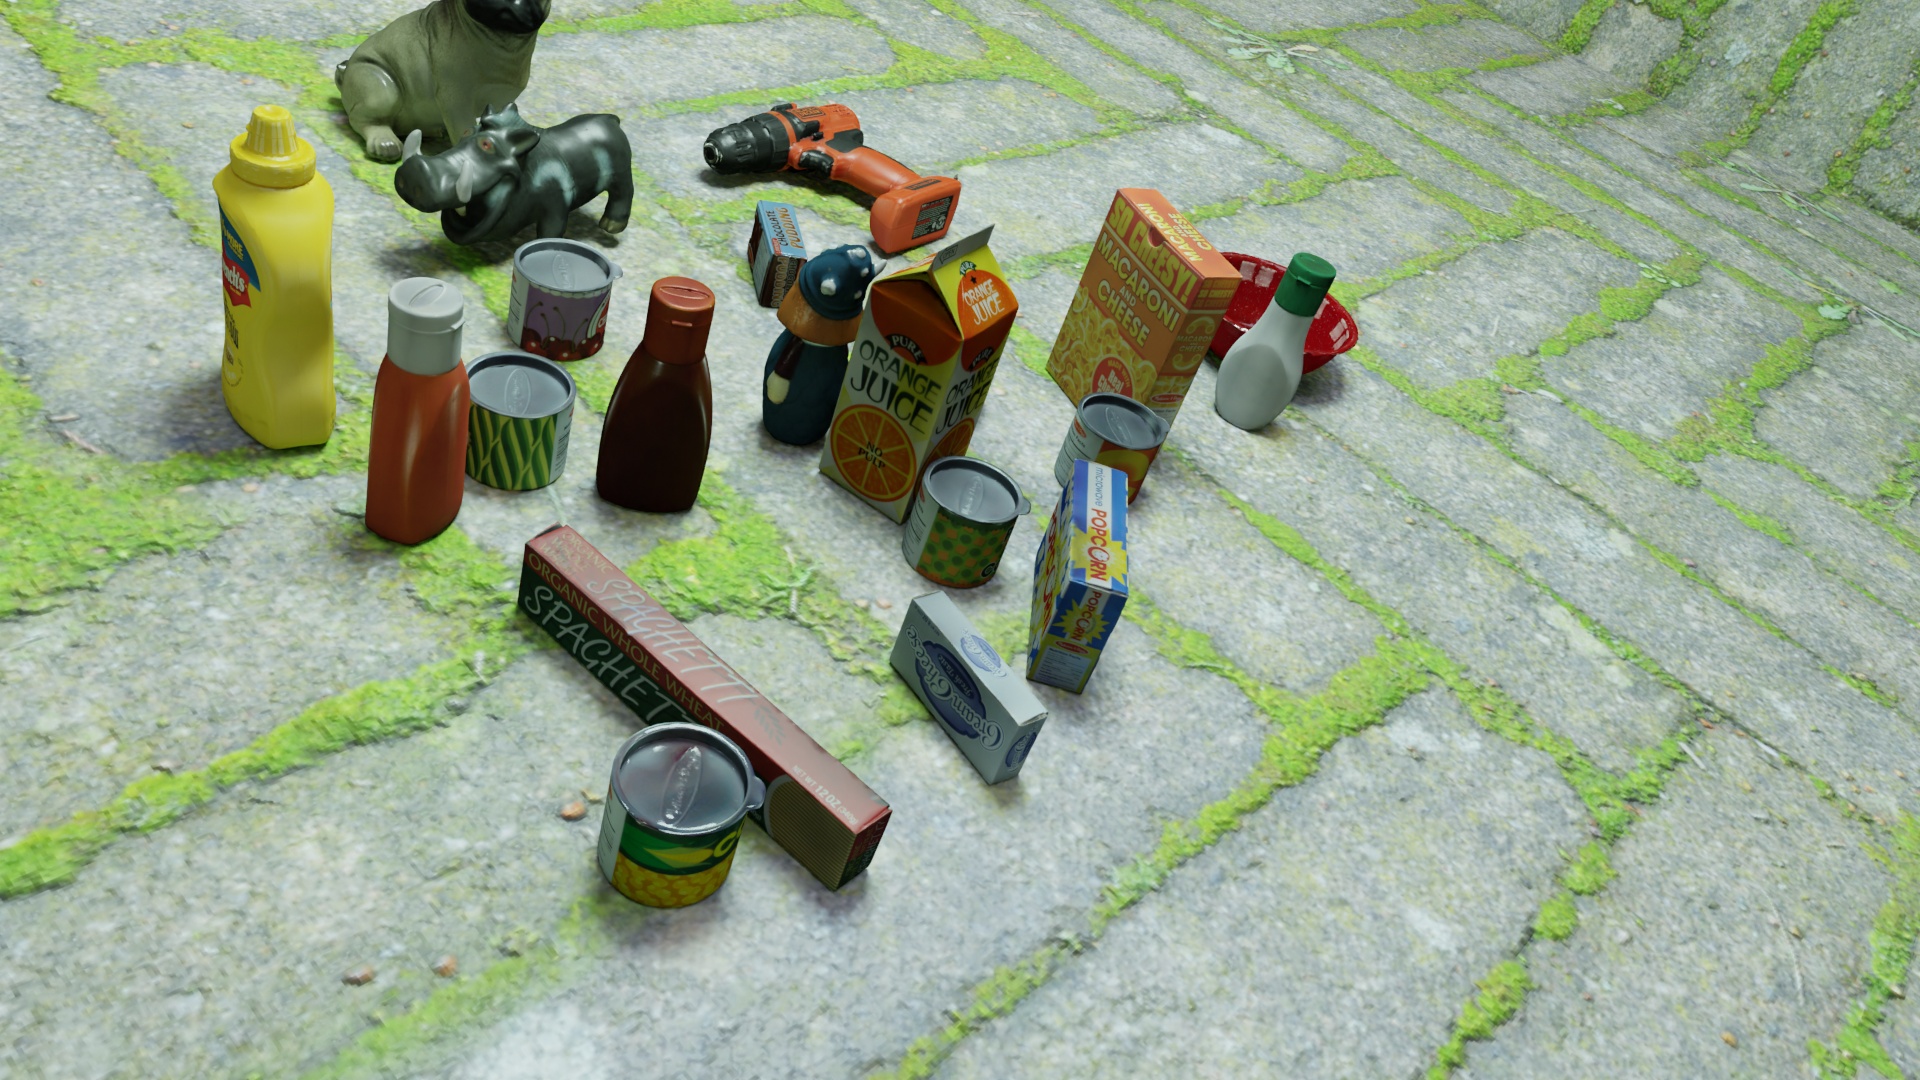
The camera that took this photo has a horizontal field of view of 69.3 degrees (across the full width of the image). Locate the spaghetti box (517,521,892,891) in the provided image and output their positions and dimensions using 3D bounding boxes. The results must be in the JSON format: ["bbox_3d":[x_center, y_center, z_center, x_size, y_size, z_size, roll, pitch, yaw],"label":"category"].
[{"bbox_3d":[-0.140,0.081,0.720,0.250,0.049,0.029,37,40,20],"label":"spaghetti box"}]

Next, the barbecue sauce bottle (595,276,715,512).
[{"bbox_3d":[-0.176,-0.085,0.825,0.065,0.147,0.044,7,39,-17],"label":"barbecue sauce bottle"}]

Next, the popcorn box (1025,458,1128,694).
[{"bbox_3d":[0.074,0.020,0.865,0.038,0.084,0.127,16,38,-6],"label":"popcorn box"}]

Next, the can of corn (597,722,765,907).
[{"bbox_3d":[-0.133,0.131,0.657,0.071,0.058,0.071,13,38,-10],"label":"can of corn"}]

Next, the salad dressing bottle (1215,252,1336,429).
[{"bbox_3d":[0.254,-0.159,1.116,0.064,0.146,0.044,31,39,13],"label":"salad dressing bottle"}]

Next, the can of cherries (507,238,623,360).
[{"bbox_3d":[-0.271,-0.164,0.952,0.071,0.058,0.072,13,38,-10],"label":"can of cherries"}]

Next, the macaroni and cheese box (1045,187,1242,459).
[{"bbox_3d":[0.133,-0.162,1.048,0.040,0.165,0.124,-6,45,-30],"label":"macaroni and cheese box"}]

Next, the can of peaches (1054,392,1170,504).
[{"bbox_3d":[0.109,-0.065,1.007,0.071,0.057,0.071,13,38,-10],"label":"can of peaches"}]

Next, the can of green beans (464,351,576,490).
[{"bbox_3d":[-0.270,-0.072,0.841,0.071,0.057,0.071,13,38,-10],"label":"can of green beans"}]

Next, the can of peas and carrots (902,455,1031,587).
[{"bbox_3d":[0.003,-0.011,0.892,0.071,0.058,0.071,13,38,-10],"label":"can of peas and carrots"}]

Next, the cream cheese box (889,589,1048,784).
[{"bbox_3d":[0.003,0.082,0.783,0.024,0.053,0.104,-15,50,-38],"label":"cream cheese box"}]

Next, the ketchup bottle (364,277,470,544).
[{"bbox_3d":[-0.292,-0.070,0.754,0.043,0.148,0.065,22,37,1],"label":"ketchup bottle"}]

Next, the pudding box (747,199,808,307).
[{"bbox_3d":[-0.145,-0.226,1.092,0.030,0.049,0.084,3,41,-21],"label":"pudding box"}]

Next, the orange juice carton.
[{"bbox_3d":[-0.023,-0.113,0.895,0.073,0.191,0.072,33,39,16],"label":"orange juice carton"}]
